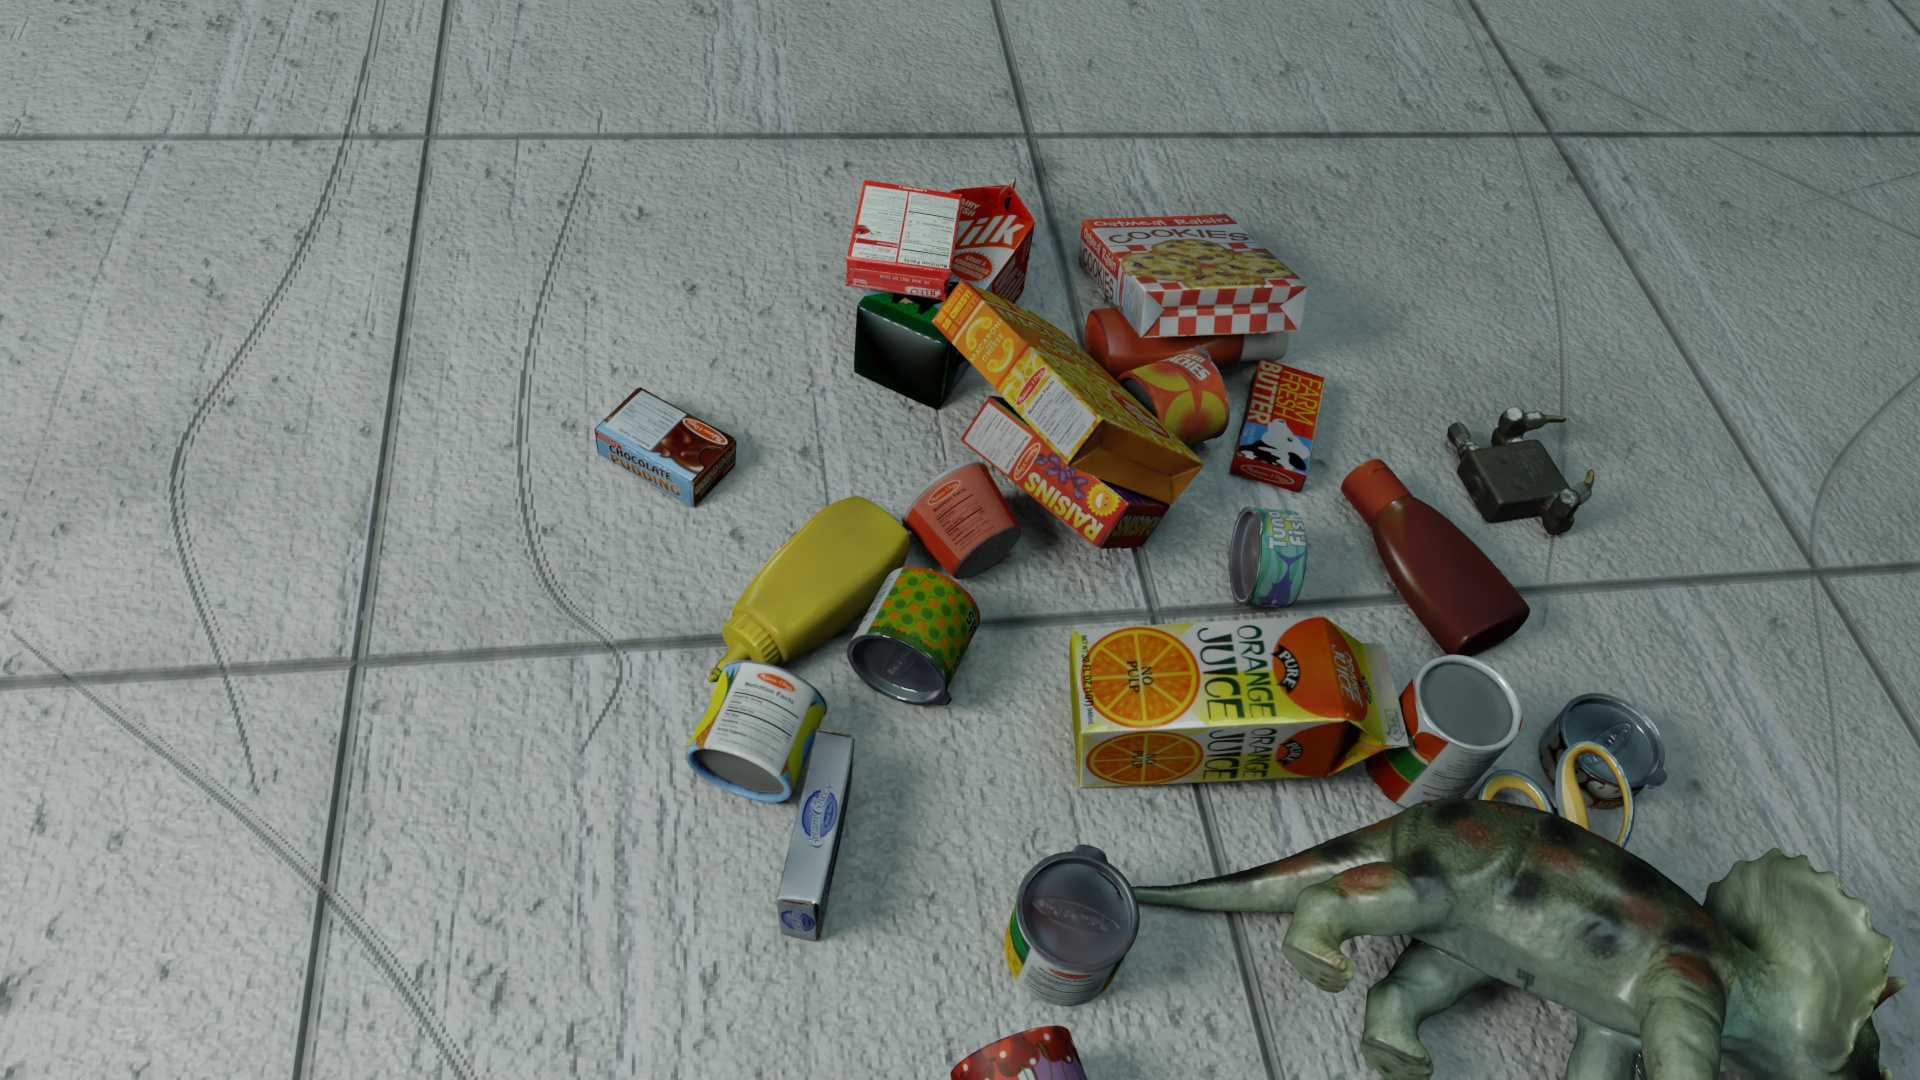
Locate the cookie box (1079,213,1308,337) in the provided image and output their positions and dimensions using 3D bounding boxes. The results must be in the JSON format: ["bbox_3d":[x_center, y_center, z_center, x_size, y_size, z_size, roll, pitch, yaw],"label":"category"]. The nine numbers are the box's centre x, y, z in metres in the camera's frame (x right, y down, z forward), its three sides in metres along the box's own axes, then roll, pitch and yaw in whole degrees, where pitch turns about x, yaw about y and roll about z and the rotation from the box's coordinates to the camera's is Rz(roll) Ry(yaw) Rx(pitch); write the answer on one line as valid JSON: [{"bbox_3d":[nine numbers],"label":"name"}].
[{"bbox_3d":[0.171,-0.203,1.054,0.123,0.040,0.168,-4,31,-11],"label":"cookie box"}]

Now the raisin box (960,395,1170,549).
[{"bbox_3d":[0.071,-0.045,0.934,0.123,0.040,0.086,39,16,21],"label":"raisin box"}]

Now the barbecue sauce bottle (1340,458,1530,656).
[{"bbox_3d":[0.318,0.008,0.951,0.065,0.043,0.149,-18,57,-20],"label":"barbecue sauce bottle"}]

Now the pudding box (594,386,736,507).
[{"bbox_3d":[-0.200,-0.064,0.945,0.084,0.030,0.050,28,54,13],"label":"pudding box"}]

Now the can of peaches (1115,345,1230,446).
[{"bbox_3d":[0.149,-0.099,0.992,0.058,0.071,0.071,-19,58,-19],"label":"can of peaches"}]

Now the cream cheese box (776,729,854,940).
[{"bbox_3d":[-0.080,0.164,0.776,0.024,0.053,0.104,9,53,2],"label":"cream cheese box"}]

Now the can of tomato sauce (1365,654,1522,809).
[{"bbox_3d":[0.290,0.116,0.841,0.071,0.082,0.071,4,54,-5],"label":"can of tomato sauce"}]

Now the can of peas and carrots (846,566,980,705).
[{"bbox_3d":[-0.026,0.059,0.854,0.071,0.070,0.059,21,53,8],"label":"can of peas and carrots"}]

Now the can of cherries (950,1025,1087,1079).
[{"bbox_3d":[0.033,0.283,0.691,0.071,0.071,0.058,-12,56,-16],"label":"can of cherries"}]

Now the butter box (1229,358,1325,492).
[{"bbox_3d":[0.234,-0.085,1.021,0.053,0.024,0.104,17,53,5],"label":"butter box"}]

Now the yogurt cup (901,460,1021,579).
[{"bbox_3d":[0.003,-0.011,0.913,0.072,0.072,0.054,-27,69,-25],"label":"yogurt cup"}]

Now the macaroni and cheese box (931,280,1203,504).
[{"bbox_3d":[0.072,-0.100,0.931,0.124,0.040,0.167,16,27,-49],"label":"macaroni and cheese box"}]

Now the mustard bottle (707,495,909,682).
[{"bbox_3d":[-0.102,0.037,0.871,0.065,0.048,0.161,36,58,20],"label":"mustard bottle"}]

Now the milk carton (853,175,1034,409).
[{"bbox_3d":[-0.002,-0.195,1.042,0.073,0.072,0.191,25,54,12],"label":"milk carton"}]

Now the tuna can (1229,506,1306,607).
[{"bbox_3d":[0.203,0.009,0.917,0.033,0.070,0.071,4,53,-6],"label":"tuna can"}]

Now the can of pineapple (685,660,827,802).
[{"bbox_3d":[-0.118,0.111,0.803,0.071,0.070,0.058,17,57,6],"label":"can of pineapple"}]

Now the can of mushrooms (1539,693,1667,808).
[{"bbox_3d":[0.405,0.134,0.874,0.071,0.033,0.071,4,52,-5],"label":"can of mushrooms"}]

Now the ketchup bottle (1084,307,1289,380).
[{"bbox_3d":[0.173,-0.151,1.050,0.149,0.043,0.065,-5,46,-11],"label":"ketchup bottle"}]

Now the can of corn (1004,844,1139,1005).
[{"bbox_3d":[0.060,0.210,0.757,0.071,0.058,0.071,3,53,-5],"label":"can of corn"}]

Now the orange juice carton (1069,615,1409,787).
[{"bbox_3d":[0.163,0.096,0.828,0.193,0.072,0.072,-3,53,2],"label":"orange juice carton"}]
